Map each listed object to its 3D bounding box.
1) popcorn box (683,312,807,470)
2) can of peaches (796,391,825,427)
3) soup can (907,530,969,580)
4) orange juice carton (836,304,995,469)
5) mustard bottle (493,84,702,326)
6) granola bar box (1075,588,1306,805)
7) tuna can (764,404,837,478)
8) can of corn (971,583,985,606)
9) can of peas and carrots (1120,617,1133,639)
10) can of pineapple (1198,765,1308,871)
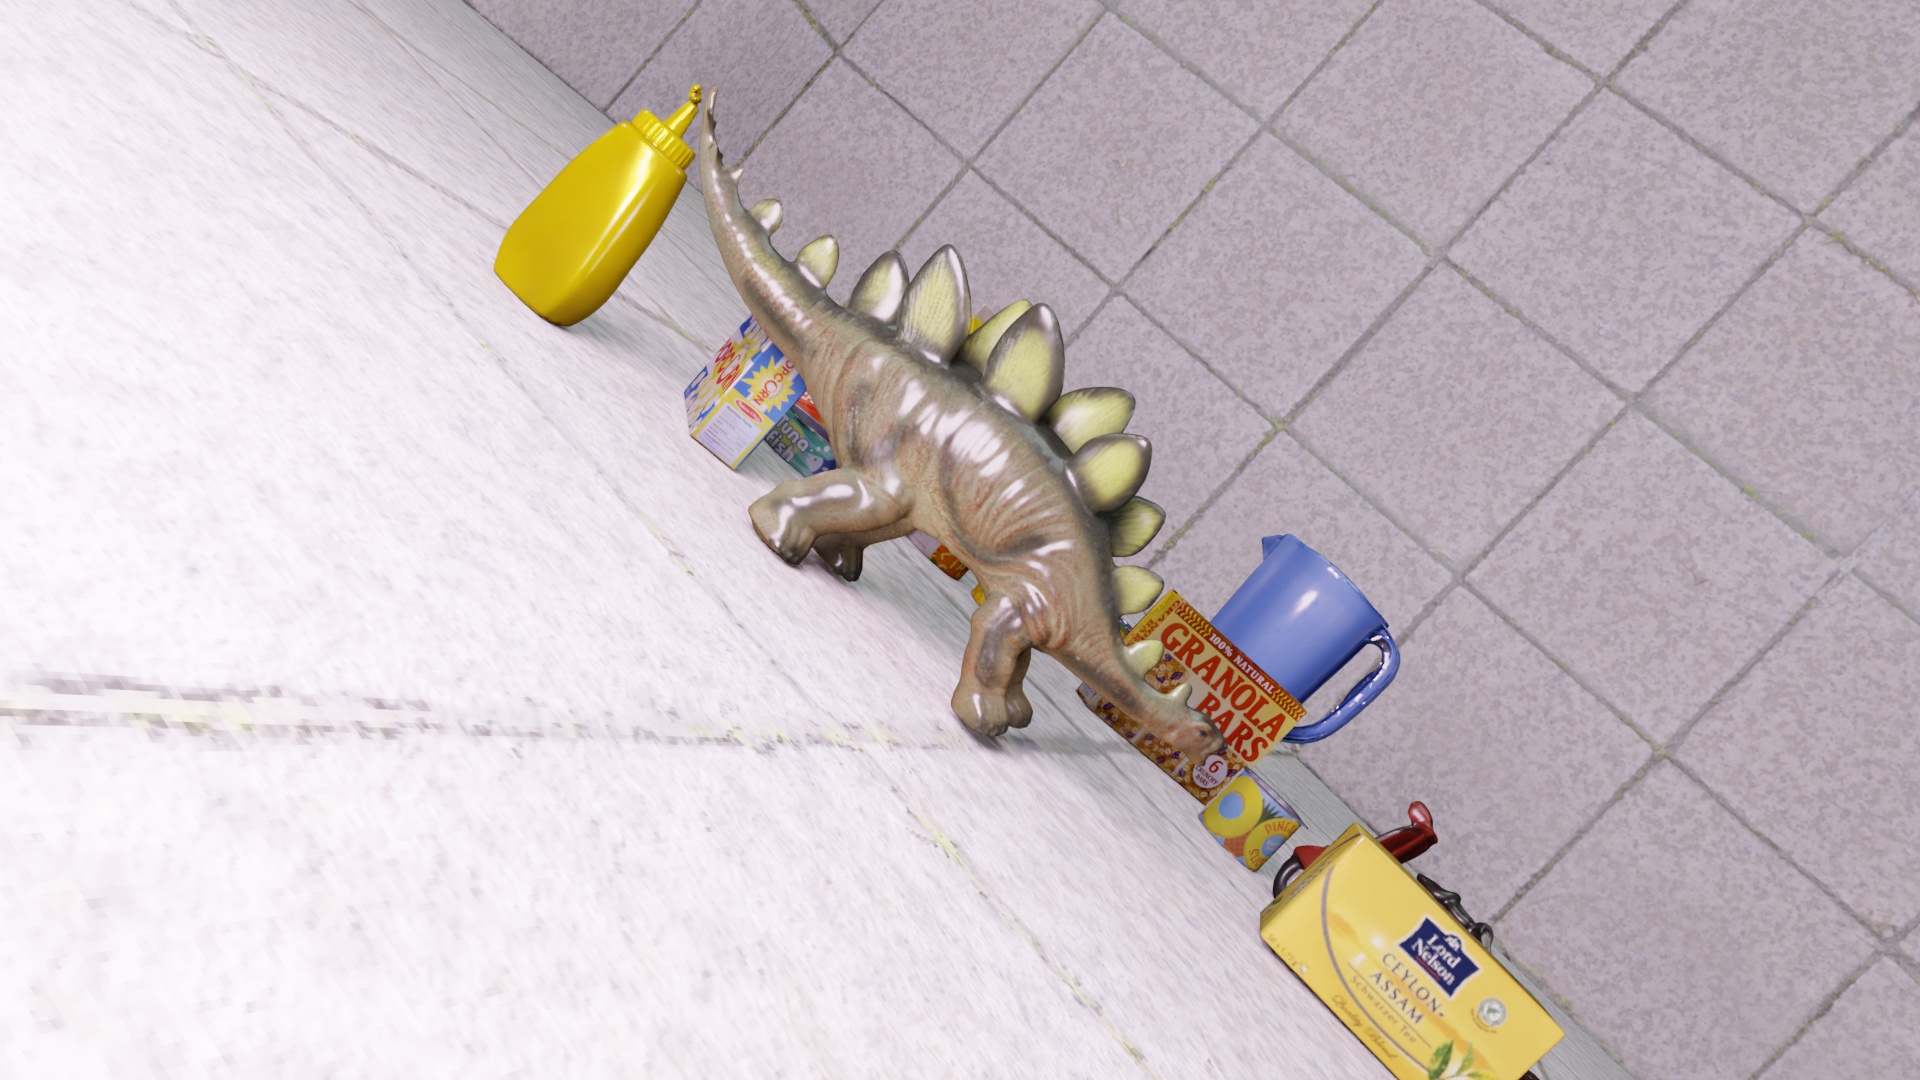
[{"bbox_3d":[-0.137,-0.104,0.902,0.038,0.085,0.127,41,6,-22],"label":"popcorn box"},{"bbox_3d":[-0.130,-0.118,1.198,0.071,0.058,0.071,42,5,-5],"label":"can of peaches"},{"bbox_3d":[0.004,-0.015,1.220,0.071,0.083,0.071,42,5,-5],"label":"soup can"},{"bbox_3d":[-0.024,-0.109,1.171,0.071,0.192,0.073,39,7,-39],"label":"orange juice carton"},{"bbox_3d":[-0.199,-0.199,0.807,0.065,0.160,0.049,44,5,13],"label":"mustard bottle"},{"bbox_3d":[0.202,0.140,1.217,0.165,0.124,0.039,41,5,-20],"label":"granola bar box"},{"bbox_3d":[-0.122,-0.076,1.070,0.071,0.033,0.071,42,6,-5],"label":"tuna can"},{"bbox_3d":[0.051,0.046,1.217,0.071,0.058,0.071,42,5,-5],"label":"can of corn"},{"bbox_3d":[0.151,0.105,1.455,0.071,0.058,0.071,42,5,-5],"label":"can of peas and carrots"},{"bbox_3d":[0.239,0.229,1.138,0.071,0.058,0.071,42,5,-5],"label":"can of pineapple"}]
